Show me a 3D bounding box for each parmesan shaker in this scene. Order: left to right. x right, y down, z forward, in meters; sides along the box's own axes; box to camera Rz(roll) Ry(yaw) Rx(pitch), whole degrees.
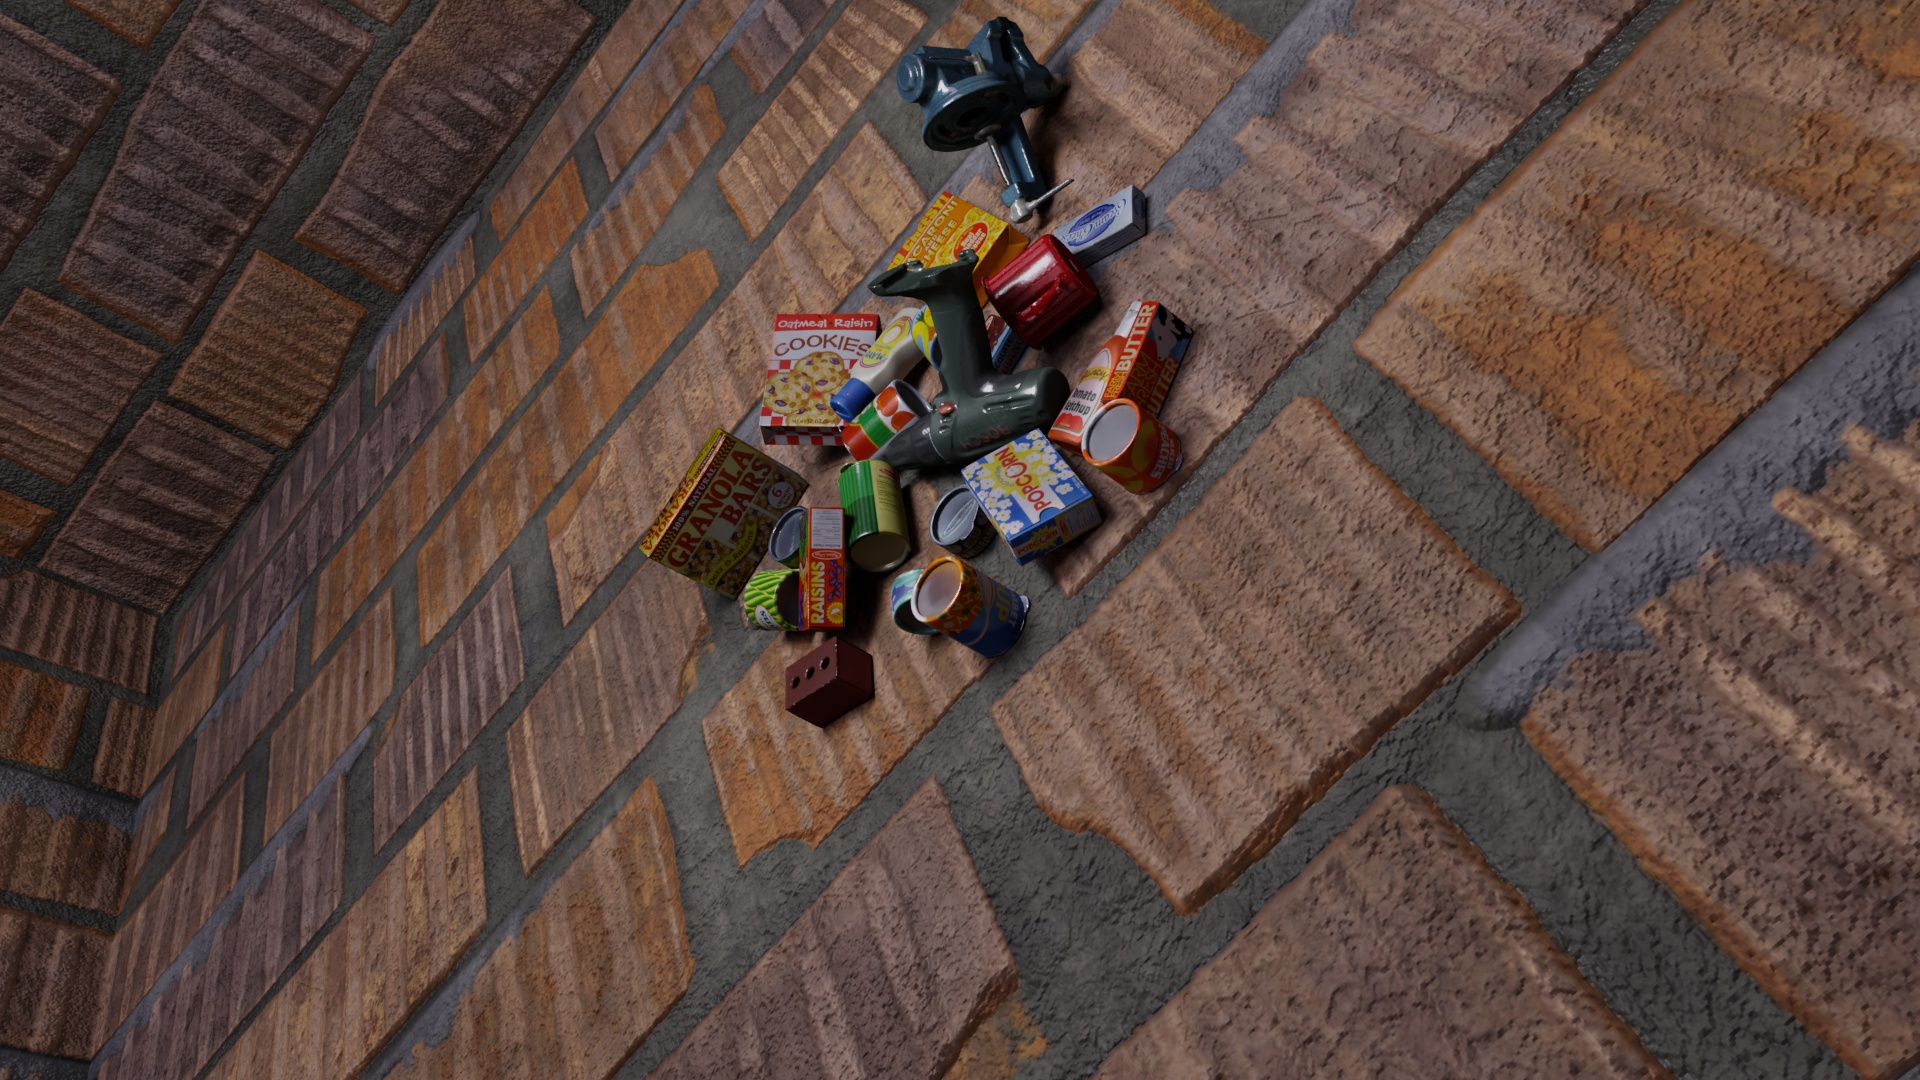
[{"bbox_3d":[-0.092,-0.025,1.430,0.071,0.071,0.103,-37,42,26],"label":"parmesan shaker"}]

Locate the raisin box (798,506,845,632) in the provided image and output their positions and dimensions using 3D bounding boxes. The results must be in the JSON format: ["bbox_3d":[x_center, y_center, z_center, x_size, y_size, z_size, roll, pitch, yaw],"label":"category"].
[{"bbox_3d":[-0.141,0.031,1.416,0.086,0.040,0.123,157,114,-75],"label":"raisin box"}]

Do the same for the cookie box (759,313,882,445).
[{"bbox_3d":[-0.158,-0.187,1.591,0.123,0.040,0.168,1,57,4],"label":"cookie box"}]

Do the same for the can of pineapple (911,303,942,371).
[{"bbox_3d":[-0.013,-0.219,1.480,0.071,0.071,0.058,-49,38,12],"label":"can of pineapple"}]

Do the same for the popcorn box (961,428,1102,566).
[{"bbox_3d":[0.063,-0.041,1.267,0.085,0.038,0.127,-28,39,-4],"label":"popcorn box"}]

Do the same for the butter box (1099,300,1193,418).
[{"bbox_3d":[0.167,-0.157,1.243,0.024,0.053,0.103,10,73,54],"label":"butter box"}]

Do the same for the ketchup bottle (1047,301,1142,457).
[{"bbox_3d":[0.139,-0.147,1.277,0.149,0.043,0.065,-60,31,-4],"label":"ketchup bottle"}]

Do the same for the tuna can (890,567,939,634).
[{"bbox_3d":[-0.034,0.059,1.309,0.071,0.071,0.033,-34,44,30],"label":"tuna can"}]

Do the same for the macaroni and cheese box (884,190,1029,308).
[{"bbox_3d":[-0.008,-0.320,1.571,0.123,0.040,0.167,-53,37,5],"label":"macaroni and cheese box"}]

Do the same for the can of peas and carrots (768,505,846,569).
[{"bbox_3d":[-0.163,0.003,1.503,0.070,0.058,0.071,-28,47,34],"label":"can of peas and carrots"}]

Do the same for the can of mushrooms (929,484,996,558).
[{"bbox_3d":[0.005,-0.017,1.346,0.071,0.033,0.071,-28,45,33],"label":"can of mushrooms"}]

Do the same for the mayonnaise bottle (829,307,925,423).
[{"bbox_3d":[-0.084,-0.194,1.535,0.065,0.041,0.148,20,64,46],"label":"mayonnaise bottle"}]

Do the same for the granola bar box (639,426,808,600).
[{"bbox_3d":[-0.270,-0.029,1.593,0.165,0.124,0.039,-58,35,1],"label":"granola bar box"}]

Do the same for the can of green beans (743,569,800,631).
[{"bbox_3d":[-0.188,0.064,1.482,0.057,0.071,0.071,-3,63,48],"label":"can of green beans"}]

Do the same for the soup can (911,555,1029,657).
[{"bbox_3d":[0.009,0.057,1.246,0.071,0.083,0.072,-28,46,34],"label":"soup can"}]

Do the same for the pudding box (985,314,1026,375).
[{"bbox_3d":[0.032,-0.190,1.440,0.050,0.030,0.083,27,86,54],"label":"pudding box"}]

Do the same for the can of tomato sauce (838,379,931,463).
[{"bbox_3d":[-0.077,-0.123,1.486,0.083,0.071,0.071,-42,40,20],"label":"can of tomato sauce"}]

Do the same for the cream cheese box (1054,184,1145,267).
[{"bbox_3d":[0.141,-0.313,1.409,0.103,0.024,0.053,-24,50,38],"label":"cream cheese box"}]

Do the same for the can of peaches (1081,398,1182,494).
[{"bbox_3d":[0.149,-0.082,1.206,0.071,0.058,0.071,-29,45,34],"label":"can of peaches"}]
